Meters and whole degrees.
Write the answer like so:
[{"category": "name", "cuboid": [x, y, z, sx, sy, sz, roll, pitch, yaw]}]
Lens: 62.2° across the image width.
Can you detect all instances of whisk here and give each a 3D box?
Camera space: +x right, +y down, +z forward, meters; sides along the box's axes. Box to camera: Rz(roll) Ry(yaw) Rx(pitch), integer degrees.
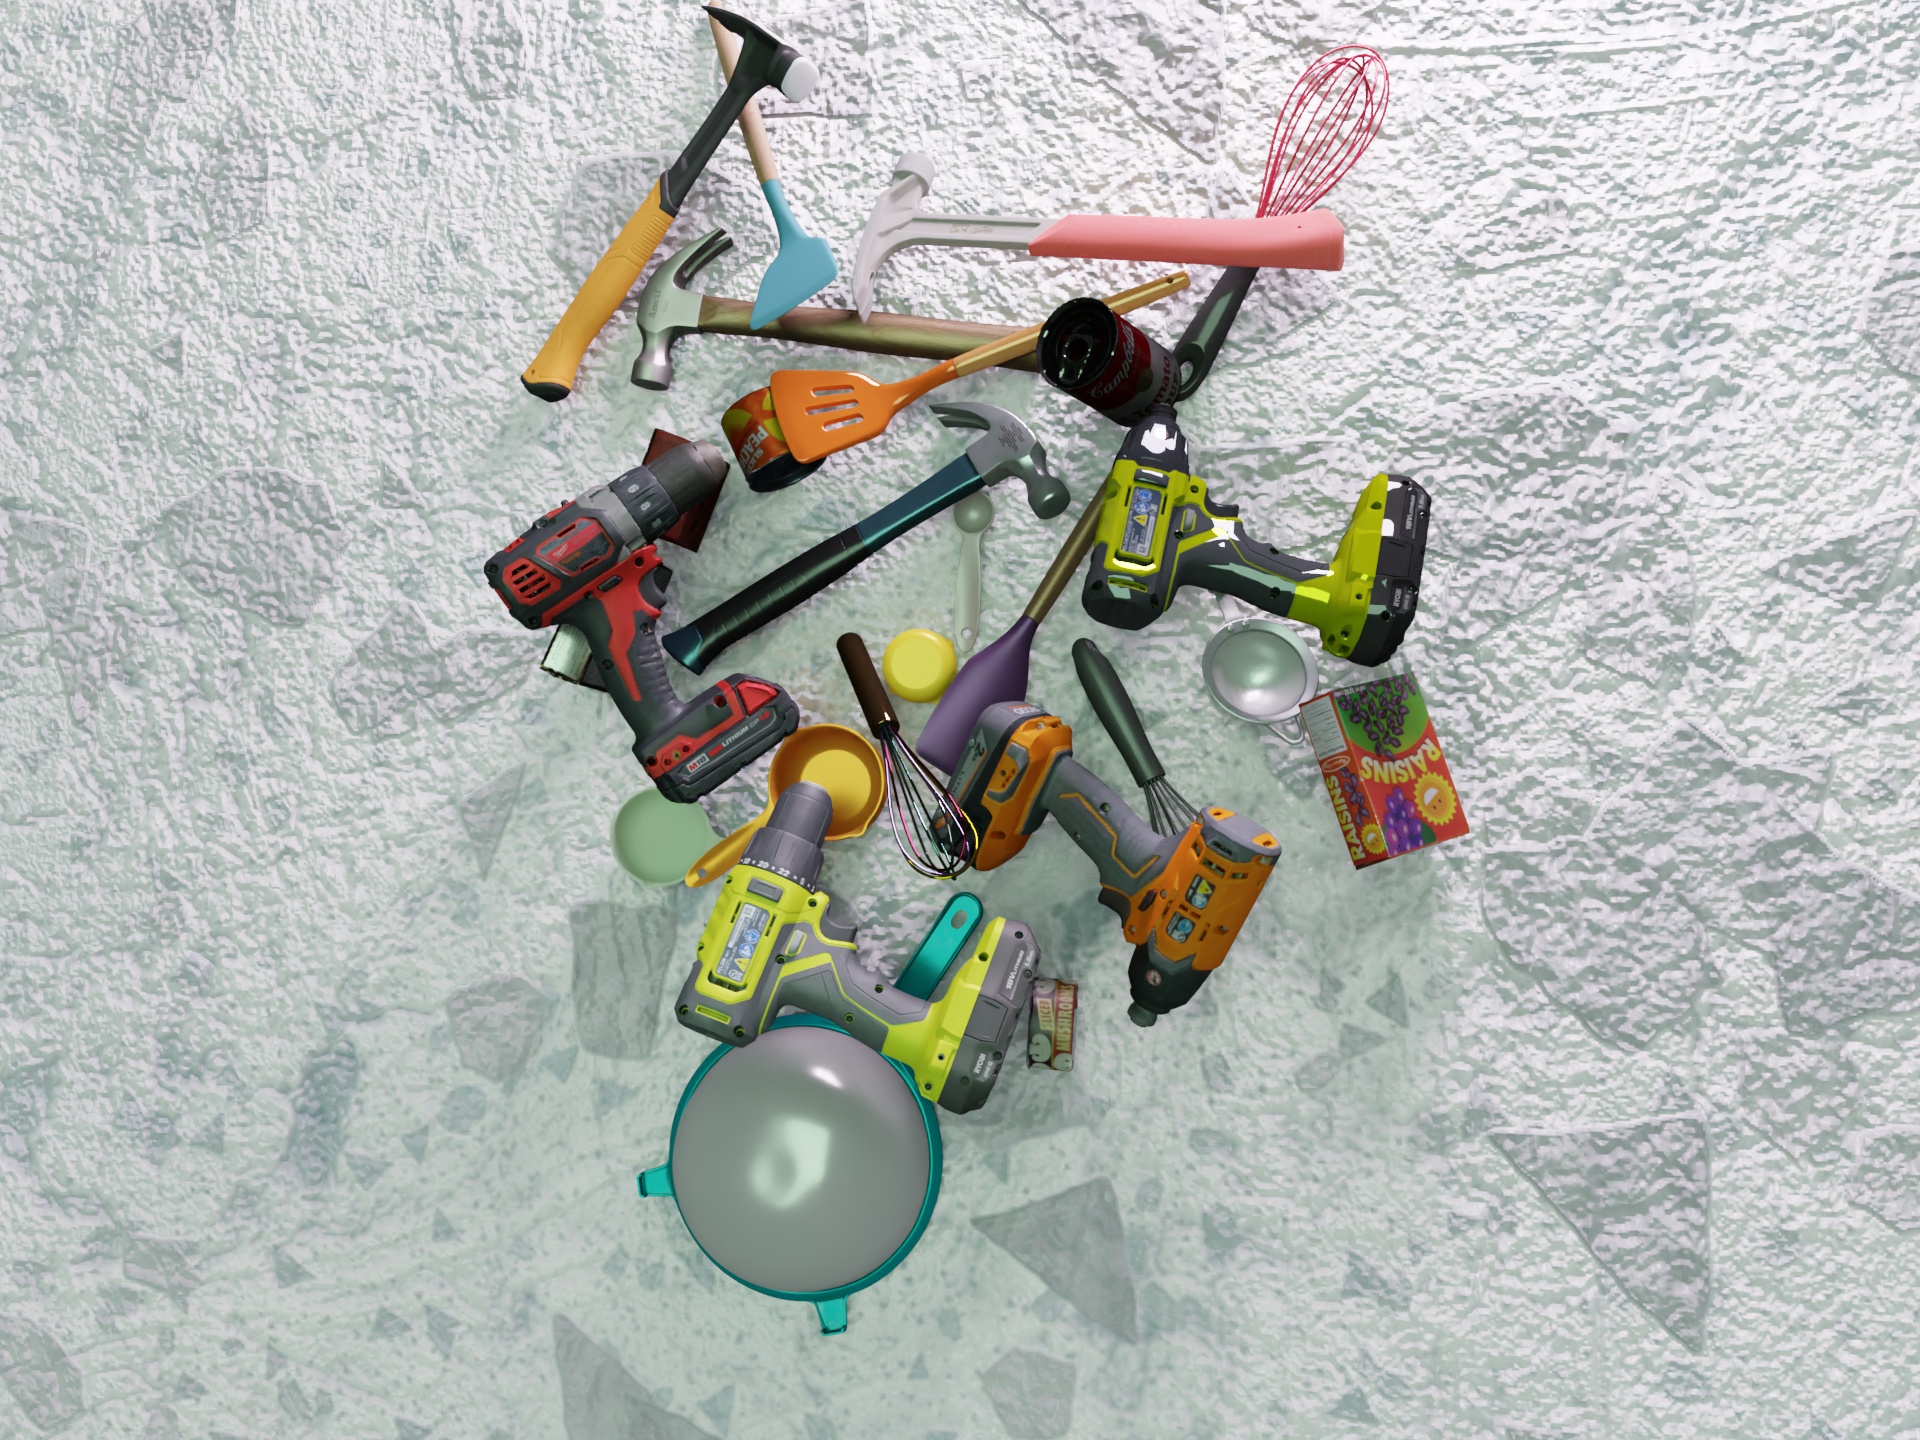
[{"category": "whisk", "cuboid": [0.142, 0.042, 1.170, 0.055, 0.055, 0.239, -28, 76, 5]}, {"category": "whisk", "cuboid": [-0.043, 0.022, 1.153, 0.047, 0.051, 0.245, -36, 49, 13]}, {"category": "whisk", "cuboid": [0.231, -0.371, 1.193, 0.073, 0.073, 0.296, 31, 96, 11]}]

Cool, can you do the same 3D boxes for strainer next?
[{"category": "strainer", "cuboid": [0.194, -0.094, 1.177, 0.087, 0.050, 0.259, -16, 75, -13]}, {"category": "strainer", "cuboid": [-0.088, 0.270, 1.154, 0.211, 0.095, 0.340, 33, 91, 11]}]

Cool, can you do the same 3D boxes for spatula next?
[{"category": "spatula", "cuboid": [0.017, -0.276, 1.192, 0.322, 0.041, 0.081, -20, 74, 7]}, {"category": "spatula", "cuboid": [0.068, -0.096, 1.197, 0.059, 0.018, 0.316, 32, 85, -8]}, {"category": "spatula", "cuboid": [-0.160, -0.445, 1.244, 0.082, 0.044, 0.318, -26, 70, 22]}]

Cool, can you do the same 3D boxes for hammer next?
[{"category": "hammer", "cuboid": [-0.247, -0.399, 1.255, 0.127, 0.034, 0.337, 44, 102, 31]}, {"category": "hammer", "cuboid": [-0.093, -0.310, 1.248, 0.331, 0.031, 0.130, 8, 86, 9]}, {"category": "hammer", "cuboid": [0.099, -0.350, 1.176, 0.359, 0.036, 0.149, 8, 66, 17]}, {"category": "hammer", "cuboid": [-0.084, -0.131, 1.215, 0.331, 0.033, 0.128, -31, 63, 9]}]

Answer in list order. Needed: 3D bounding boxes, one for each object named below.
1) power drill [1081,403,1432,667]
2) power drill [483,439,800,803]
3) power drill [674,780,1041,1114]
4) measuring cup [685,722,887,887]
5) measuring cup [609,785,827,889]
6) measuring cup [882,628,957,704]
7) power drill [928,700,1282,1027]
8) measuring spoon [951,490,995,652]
[{"category": "power drill", "cuboid": [0.211, -0.133, 1.134, 0.223, 0.080, 0.171, 13, 69, 2]}, {"category": "power drill", "cuboid": [-0.207, -0.074, 1.155, 0.188, 0.080, 0.226, -36, 104, -11]}, {"category": "power drill", "cuboid": [-0.064, 0.160, 1.118, 0.228, 0.080, 0.191, 21, 71, 4]}, {"category": "measuring cup", "cuboid": [-0.131, 0.072, 1.201, 0.173, 0.052, 0.095, -36, 83, 3]}, {"category": "measuring cup", "cuboid": [-0.185, 0.099, 1.223, 0.167, 0.038, 0.083, 14, 82, -7]}, {"category": "measuring cup", "cuboid": [-0.002, -0.004, 1.202, 0.062, 0.029, 0.156, -39, 80, 3]}, {"category": "power drill", "cuboid": [0.093, 0.102, 1.123, 0.227, 0.084, 0.164, 31, 107, 22]}, {"category": "measuring spoon", "cuboid": [0.009, -0.114, 1.222, 0.034, 0.018, 0.124, 4, 92, 19]}]
